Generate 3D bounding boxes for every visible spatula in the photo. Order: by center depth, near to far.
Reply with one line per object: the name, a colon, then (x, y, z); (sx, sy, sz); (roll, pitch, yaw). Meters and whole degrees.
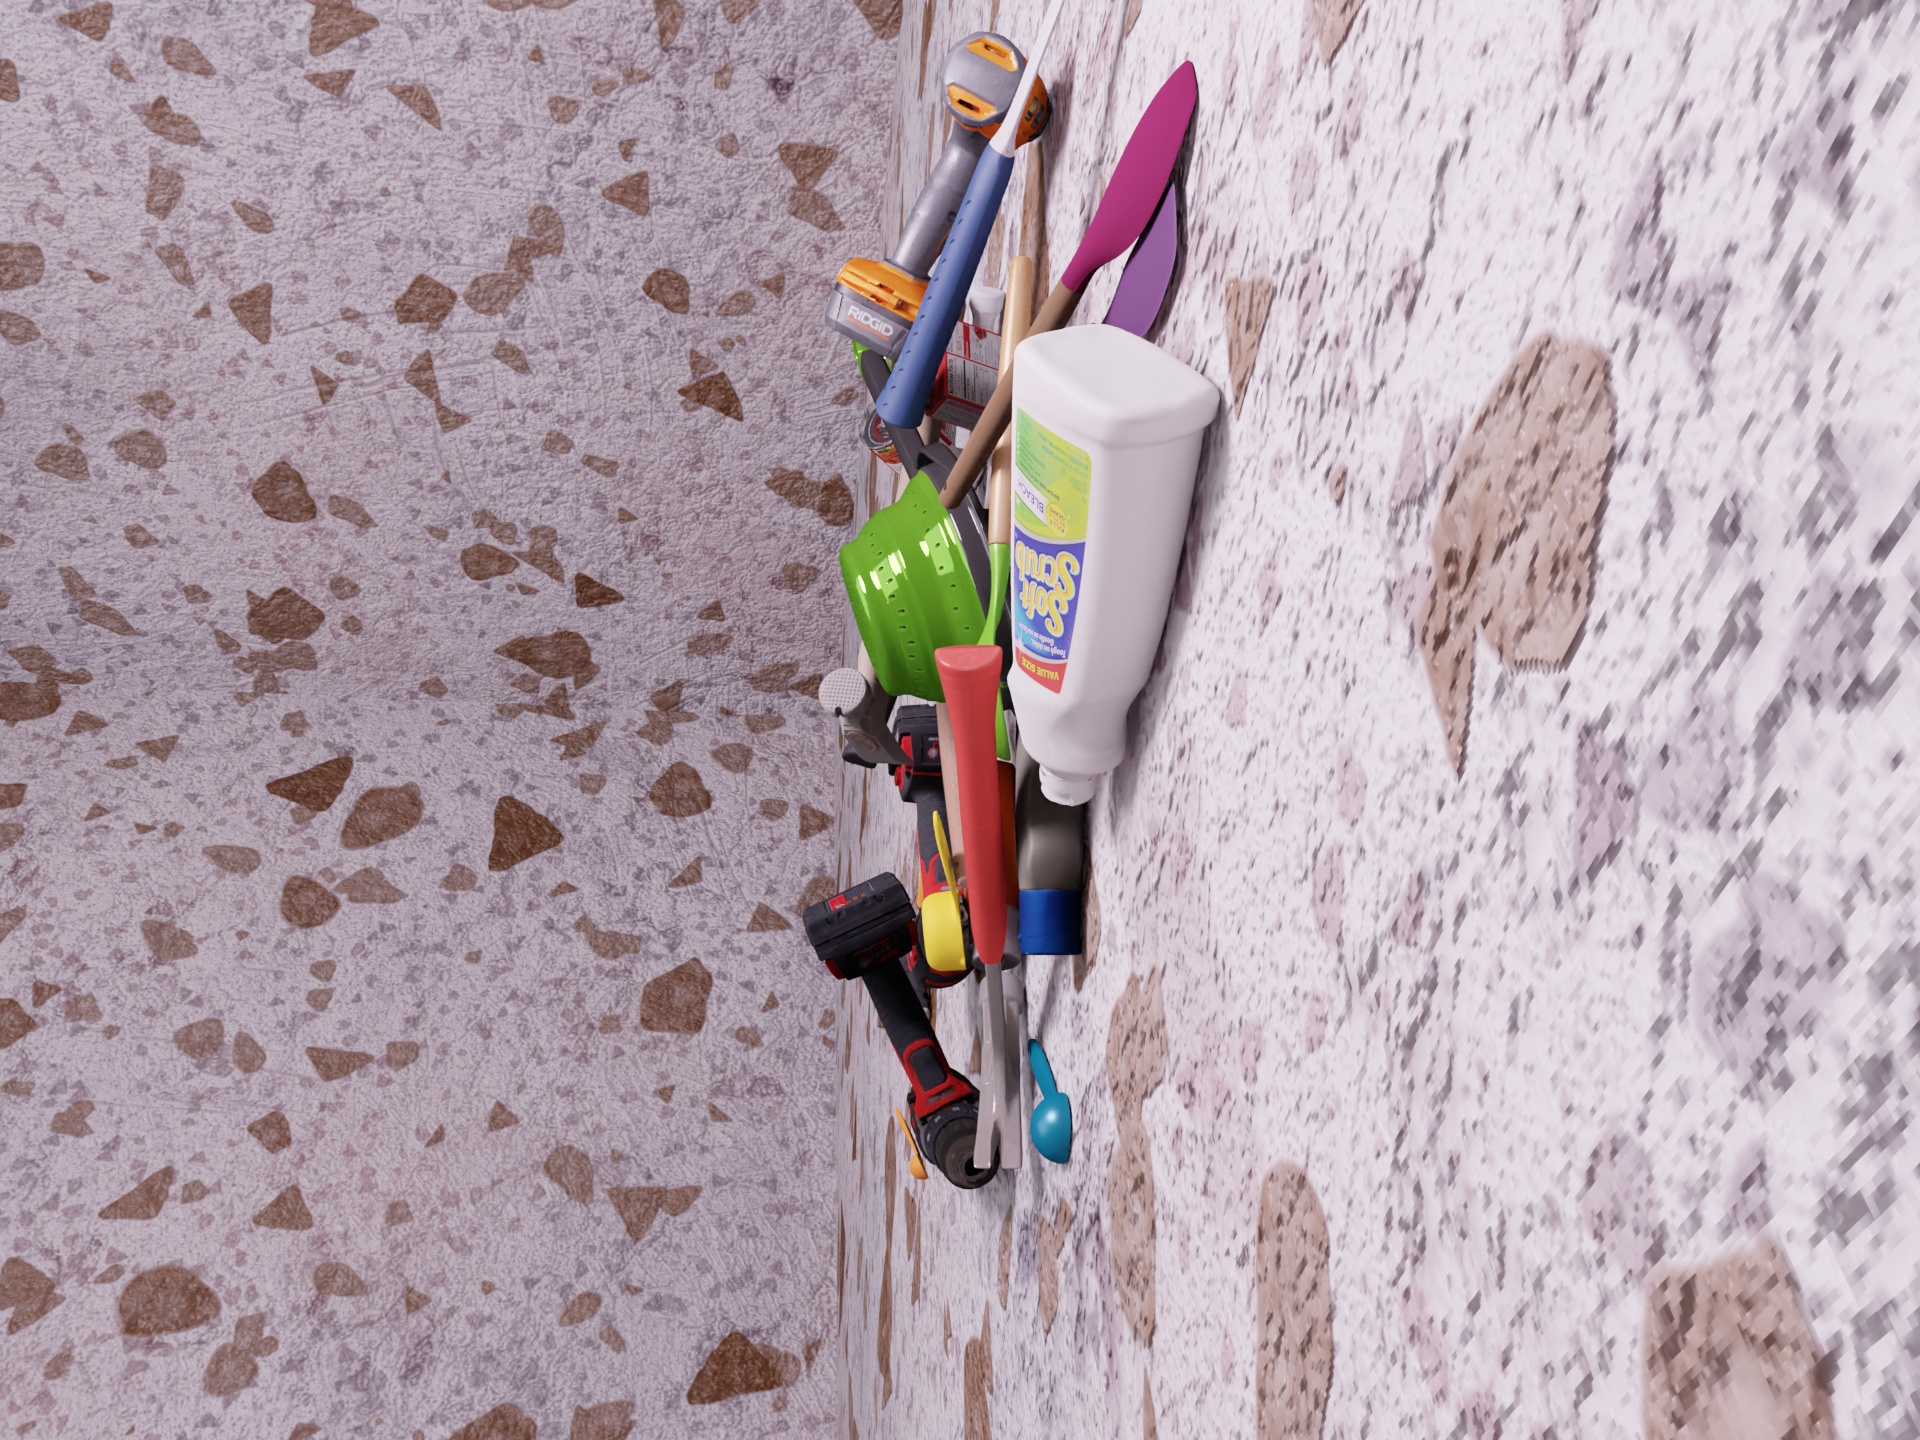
spatula: (0.080, -0.209, 0.919); (0.316, 0.018, 0.060); (130, 141, -76)

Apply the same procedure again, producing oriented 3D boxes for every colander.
colander: (-0.051, -0.143, 1.147); (0.204, 0.094, 0.398); (79, 170, -54)

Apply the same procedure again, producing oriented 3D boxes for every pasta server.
pasta server: (-0.002, -0.004, 1.181); (0.317, 0.040, 0.060); (-97, 23, -43)

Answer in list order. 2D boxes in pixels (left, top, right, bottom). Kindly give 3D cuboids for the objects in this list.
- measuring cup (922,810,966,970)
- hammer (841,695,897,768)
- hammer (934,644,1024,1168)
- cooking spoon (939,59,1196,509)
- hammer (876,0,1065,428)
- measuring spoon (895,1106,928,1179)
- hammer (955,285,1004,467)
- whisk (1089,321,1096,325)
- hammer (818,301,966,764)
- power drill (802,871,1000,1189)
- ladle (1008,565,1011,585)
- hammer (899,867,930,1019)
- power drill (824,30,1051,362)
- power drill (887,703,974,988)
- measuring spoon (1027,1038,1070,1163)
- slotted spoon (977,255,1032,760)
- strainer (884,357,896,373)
measuring cup: (-0.018, 0.116, 1.093); (0.156, 0.029, 0.062); (80, -177, -46)
hammer: (-0.047, -0.094, 1.455); (0.146, 0.035, 0.335); (105, -178, -53)
hammer: (0.015, 0.108, 0.959); (0.149, 0.036, 0.358); (-87, -6, -51)
cooking spoon: (0.051, -0.223, 0.883); (0.318, 0.017, 0.069); (124, 152, -49)
hammer: (0.029, -0.355, 0.963); (0.144, 0.035, 0.405); (-98, 27, -50)
measuring spoon: (-0.041, 0.324, 1.220); (0.021, 0.011, 0.117); (63, 174, -13)
hammer: (0.029, -0.235, 1.259); (0.331, 0.033, 0.128); (-100, 15, -59)
whisk: (0.060, -0.162, 0.919); (0.296, 0.073, 0.073); (112, 160, -87)
hammer: (-0.039, -0.167, 1.298); (0.146, 0.038, 0.411); (58, -141, -63)
power drill: (-0.035, 0.236, 1.187); (0.188, 0.080, 0.226); (-178, 63, -83)
ladle: (0.033, -0.100, 1.214); (0.315, 0.031, 0.069); (139, 134, -77)
hammer: (-0.030, 0.164, 1.572); (0.336, 0.034, 0.127); (102, 167, -50)
power drill: (-0.006, -0.377, 1.169); (0.226, 0.084, 0.164); (-62, -6, 16)
power drill: (-0.014, 0.103, 1.327); (0.143, 0.078, 0.220); (110, 159, -67)
measuring spoon: (0.047, 0.232, 0.995); (0.129, 0.021, 0.042); (-116, 29, -72)
slotted spoon: (0.026, -0.132, 0.977); (0.070, 0.031, 0.314); (103, 171, -85)
strainer: (-0.031, -0.328, 1.421); (0.256, 0.069, 0.151); (54, -132, -67)
